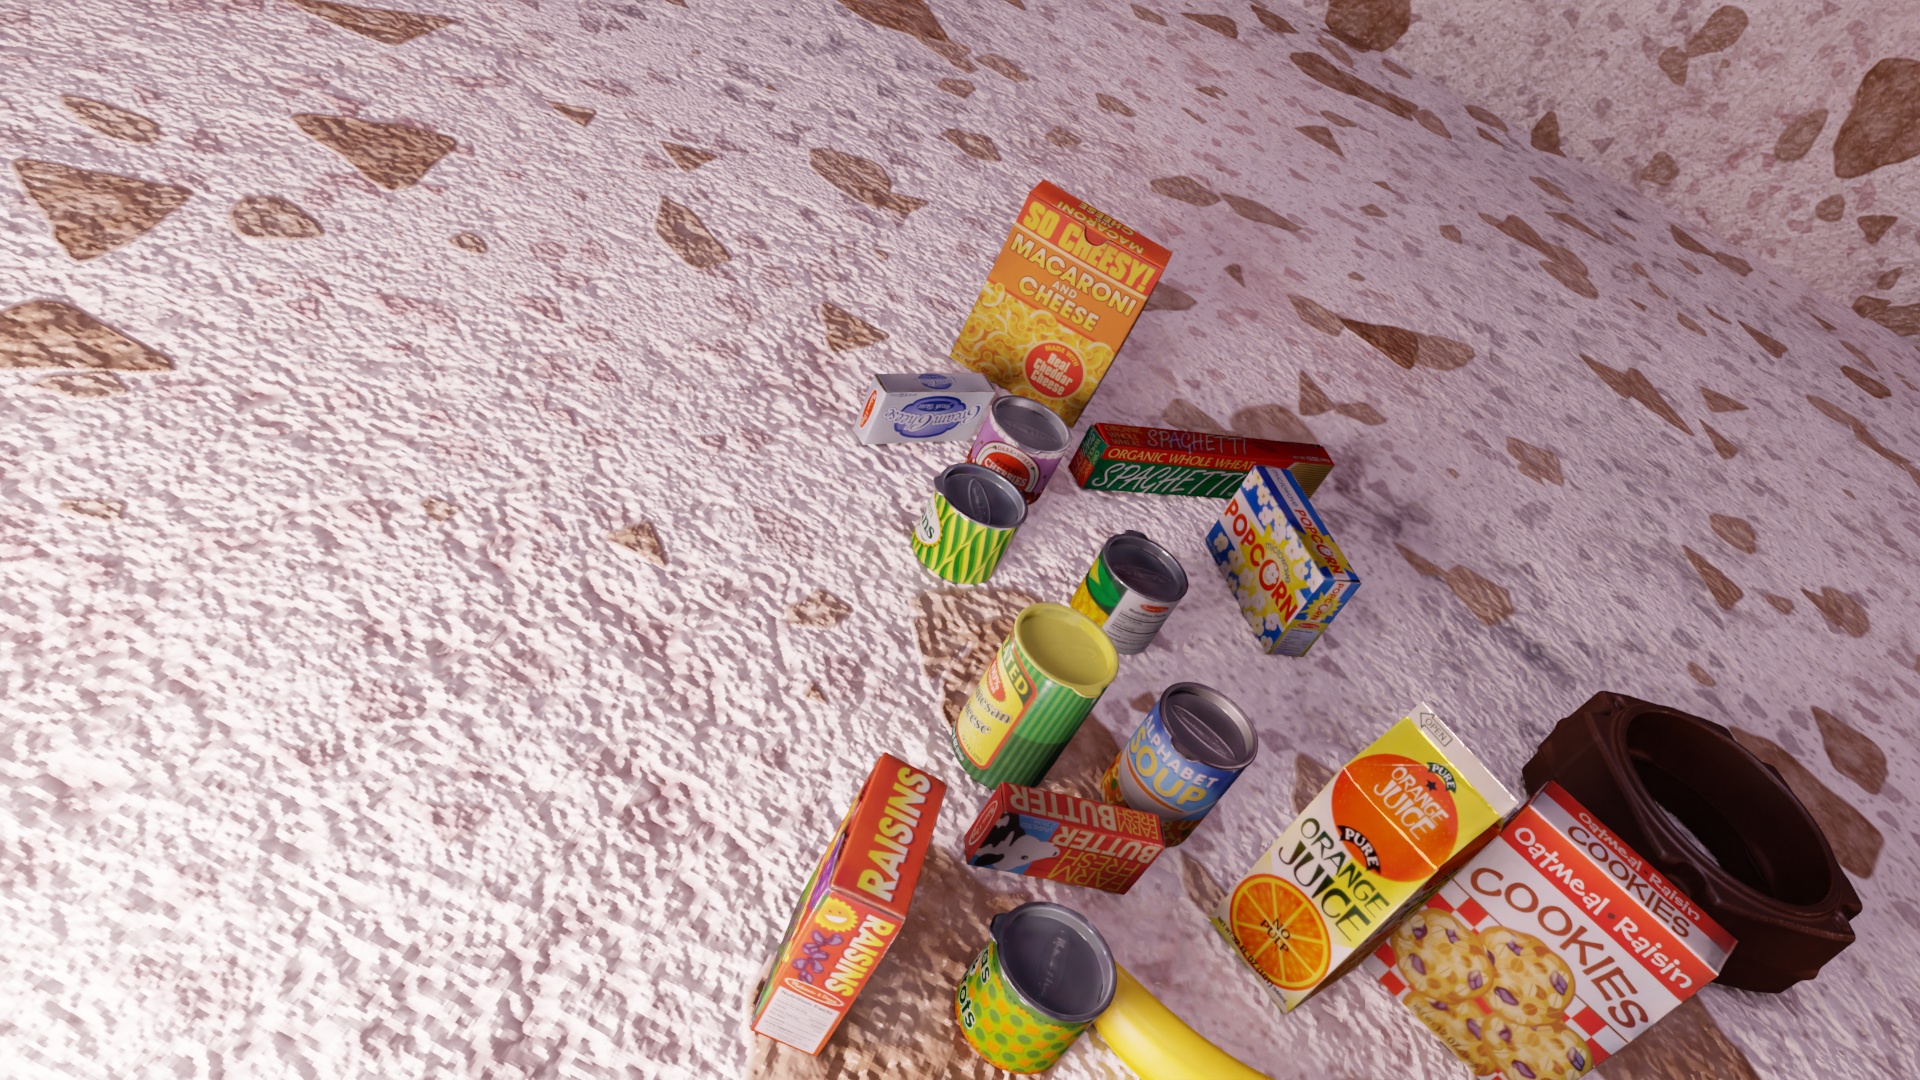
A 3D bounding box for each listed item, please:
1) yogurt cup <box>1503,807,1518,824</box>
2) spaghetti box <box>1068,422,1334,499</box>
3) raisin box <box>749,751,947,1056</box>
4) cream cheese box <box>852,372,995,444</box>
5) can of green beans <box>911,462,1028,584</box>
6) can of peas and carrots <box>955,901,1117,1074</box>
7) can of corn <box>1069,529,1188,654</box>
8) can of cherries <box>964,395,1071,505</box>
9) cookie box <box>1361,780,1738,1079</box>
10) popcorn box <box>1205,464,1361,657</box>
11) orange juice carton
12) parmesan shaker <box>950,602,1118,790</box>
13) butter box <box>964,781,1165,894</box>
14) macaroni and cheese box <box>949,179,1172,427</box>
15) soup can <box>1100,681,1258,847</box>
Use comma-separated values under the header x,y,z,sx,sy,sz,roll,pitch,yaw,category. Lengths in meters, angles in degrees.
x,y,z,sx,sy,sz,roll,pitch,yaw,category
0.355,0.216,0.928,0.072,0.053,0.073,18,38,-14,yogurt cup
0.206,-0.063,1.166,0.250,0.050,0.029,2,44,-30,spaghetti box
-0.054,0.173,0.661,0.040,0.122,0.086,26,37,-3,raisin box
-0.028,-0.101,1.059,0.104,0.053,0.024,-6,48,-37,cream cheese box
0.006,-0.011,0.971,0.071,0.057,0.071,18,38,-14,can of green beans
0.035,0.227,0.707,0.071,0.058,0.071,18,38,-14,can of peas and carrots
0.118,0.037,0.986,0.071,0.058,0.071,18,38,-14,can of corn
0.042,-0.067,1.059,0.071,0.058,0.072,18,38,-14,can of cherries
0.330,0.235,0.795,0.123,0.166,0.040,44,39,20,cookie box
0.245,0.015,1.070,0.038,0.084,0.127,6,42,-27,popcorn box
0.229,0.176,0.779,0.073,0.191,0.072,-13,53,-42,orange juice carton
0.043,0.098,0.828,0.071,0.102,0.072,18,38,-14,parmesan shaker
0.059,0.171,0.794,0.103,0.052,0.024,15,39,-17,butter box
0.080,-0.191,1.141,0.124,0.165,0.040,30,37,2,macaroni and cheese box
0.131,0.139,0.851,0.071,0.083,0.072,18,38,-14,soup can
